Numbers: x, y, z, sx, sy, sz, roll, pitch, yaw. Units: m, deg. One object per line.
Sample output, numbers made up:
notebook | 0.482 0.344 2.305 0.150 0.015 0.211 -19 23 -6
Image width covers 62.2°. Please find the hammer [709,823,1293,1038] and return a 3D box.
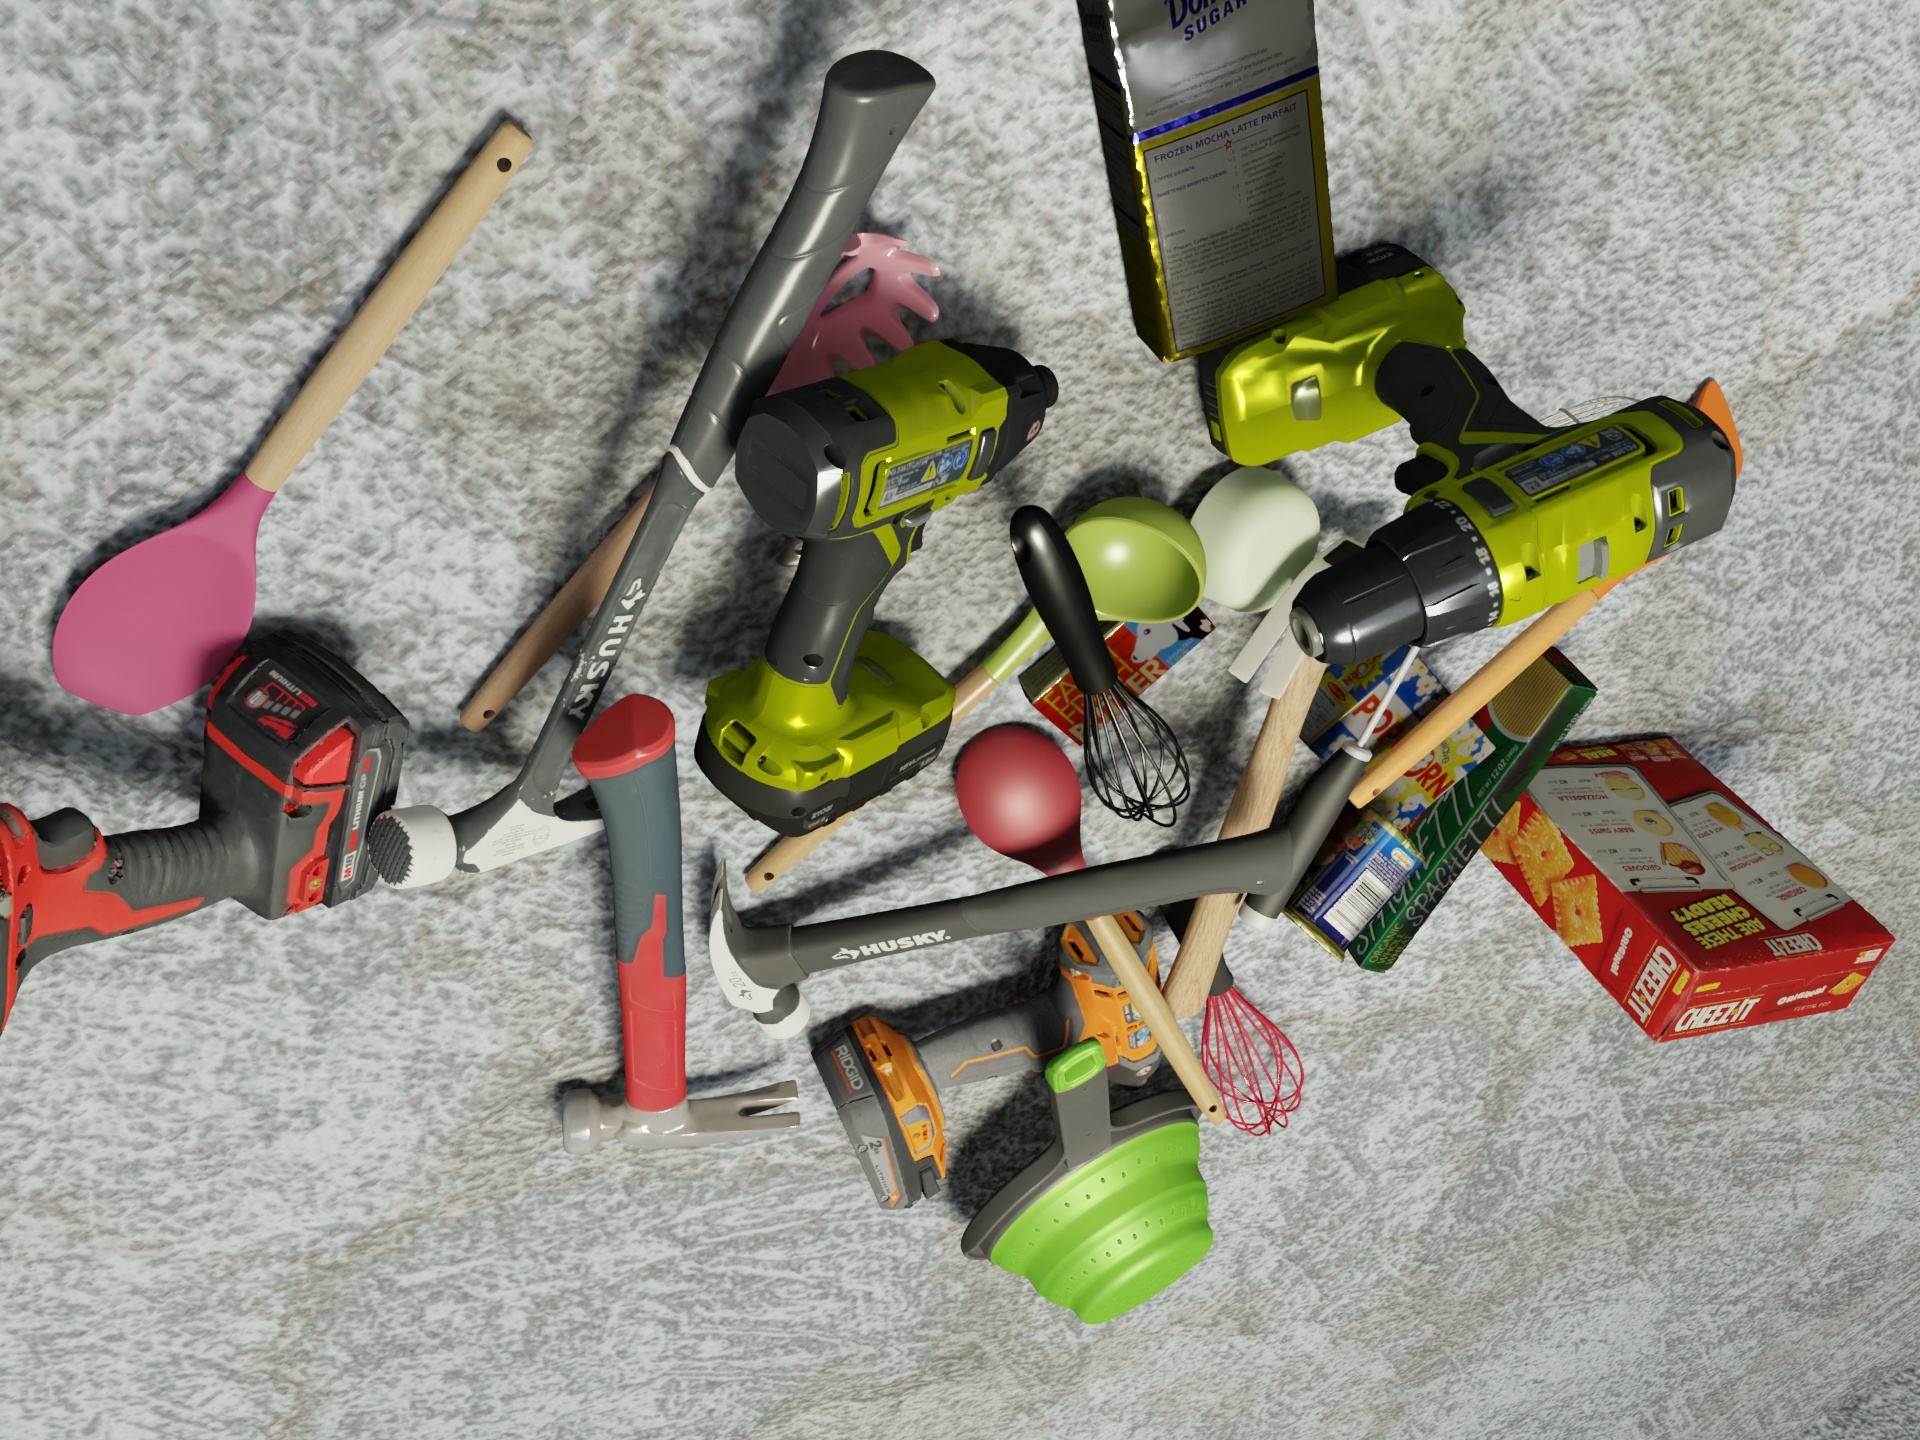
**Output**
hammer | 0.019 0.104 0.890 0.335 0.035 0.146 -12 139 10

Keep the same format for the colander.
colander | 0.101 0.315 1.052 0.204 0.095 0.396 -28 150 -11

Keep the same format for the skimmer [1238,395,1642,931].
skimmer | 0.278 -0.020 0.890 0.363 0.090 0.127 -63 157 14

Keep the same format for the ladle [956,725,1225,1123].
ladle | 0.091 0.134 0.955 0.069 0.031 0.315 -32 115 -2

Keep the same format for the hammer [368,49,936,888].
hammer | -0.119 -0.090 0.680 0.149 0.036 0.408 -10 138 -54

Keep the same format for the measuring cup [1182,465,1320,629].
measuring cup | 0.182 -0.074 0.881 0.083 0.038 0.167 -52 136 -1

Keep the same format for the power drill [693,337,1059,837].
power drill | -0.038 -0.065 0.734 0.171 0.080 0.223 -28 148 -42

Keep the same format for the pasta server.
pasta server | -0.130 -0.102 0.728 0.316 0.040 0.060 -45 136 16

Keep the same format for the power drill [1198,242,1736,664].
power drill | 0.202 -0.122 0.729 0.190 0.229 0.080 -23 132 -5

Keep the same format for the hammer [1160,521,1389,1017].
hammer | 0.171 0.047 0.924 0.130 0.031 0.331 -28 141 -46

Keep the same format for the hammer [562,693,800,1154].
hammer | -0.148 0.125 0.839 0.143 0.038 0.386 -2 140 -12

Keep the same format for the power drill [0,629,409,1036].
power drill | -0.337 0.034 0.635 0.227 0.080 0.187 -30 148 -54

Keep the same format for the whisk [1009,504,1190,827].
whisk | 0.070 -0.021 0.802 0.055 0.055 0.238 -29 136 0

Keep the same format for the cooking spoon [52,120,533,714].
cooking spoon | -0.276 -0.119 0.661 0.319 0.017 0.068 -46 131 16

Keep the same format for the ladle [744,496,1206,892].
ladle | -0.001 -0.003 0.854 0.320 0.062 0.078 -41 116 15

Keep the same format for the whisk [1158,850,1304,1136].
whisk | 0.181 0.193 1.096 0.073 0.073 0.295 -27 127 -2

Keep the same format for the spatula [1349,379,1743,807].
spatula | 0.351 -0.064 0.950 0.322 0.041 0.080 -42 131 5

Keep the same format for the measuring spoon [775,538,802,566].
measuring spoon | -0.038 -0.111 0.781 0.124 0.018 0.034 -28 140 8

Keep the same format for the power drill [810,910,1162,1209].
power drill | 0.032 0.225 1.037 0.226 0.084 0.164 -25 132 -10
